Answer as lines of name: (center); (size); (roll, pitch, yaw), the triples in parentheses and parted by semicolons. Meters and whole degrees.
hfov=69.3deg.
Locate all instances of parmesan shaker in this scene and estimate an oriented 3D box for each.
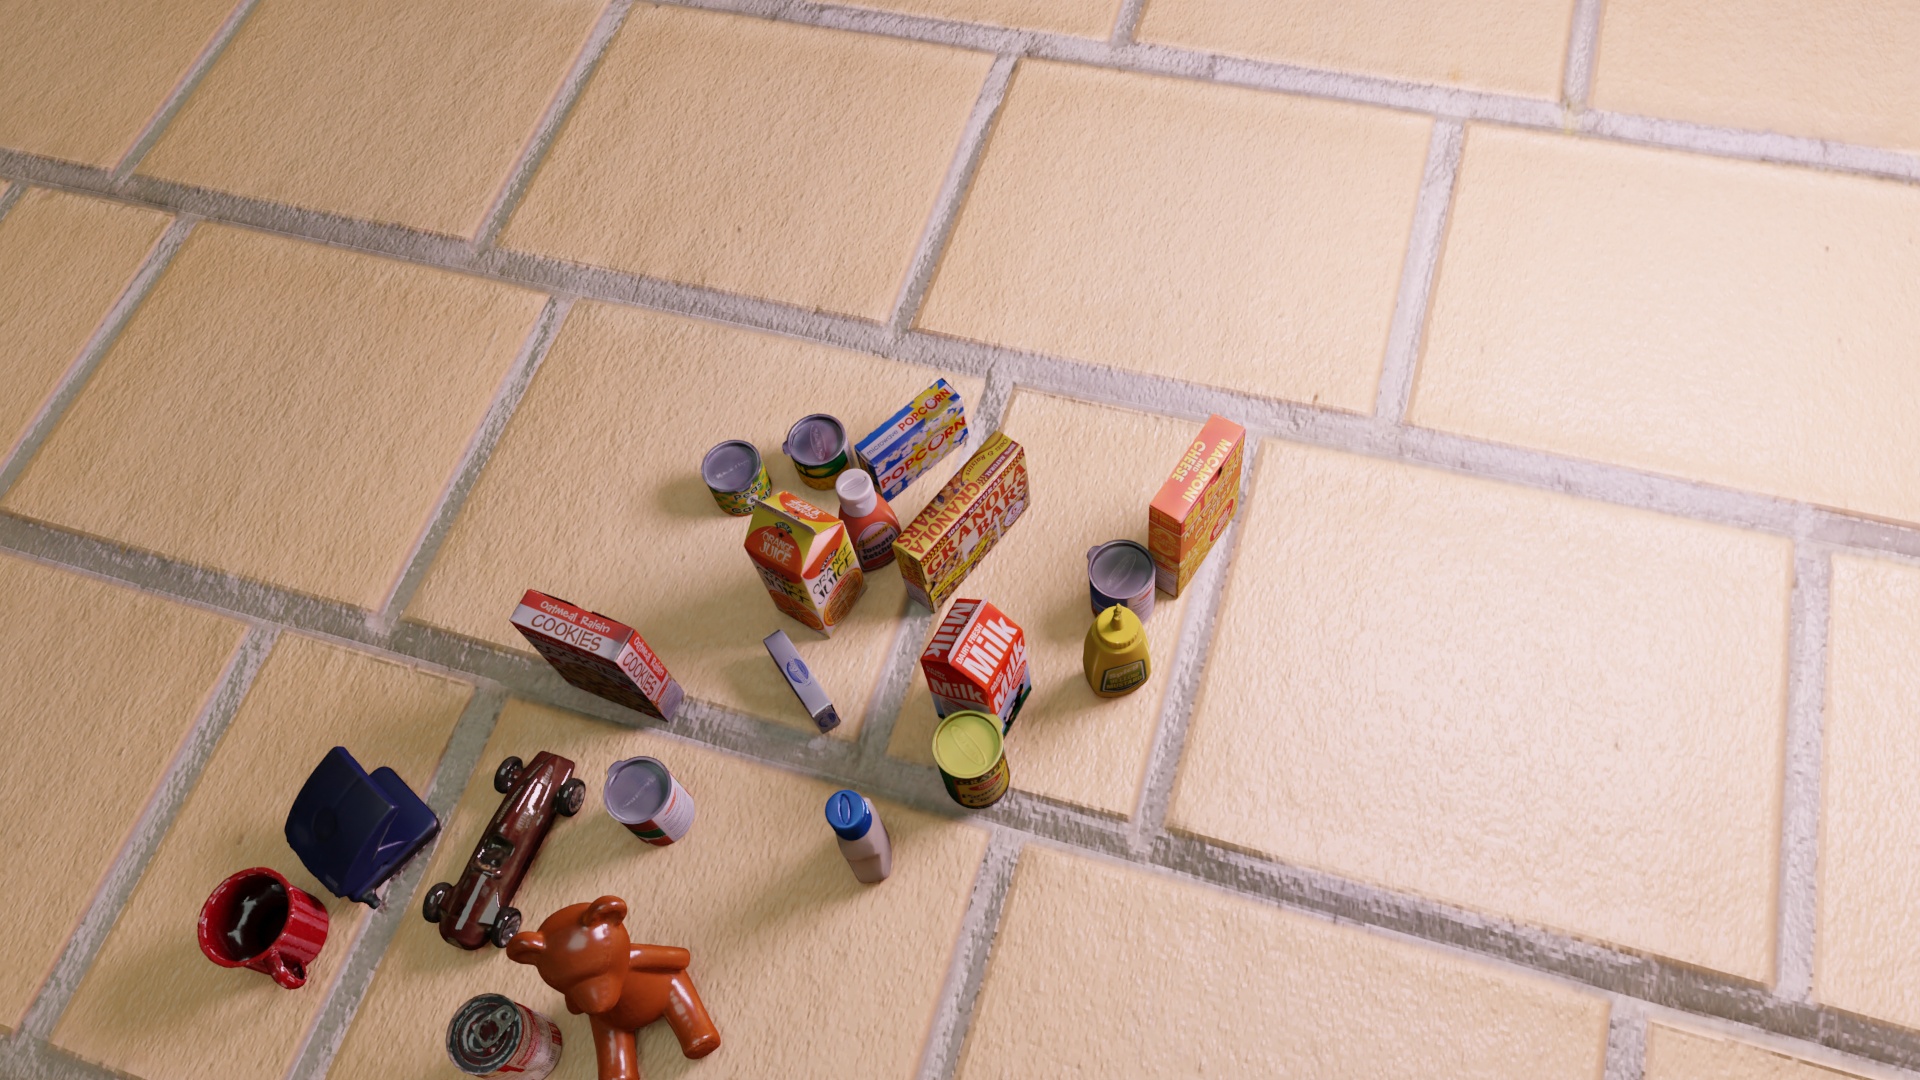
parmesan shaker: (0.014, 0.208, 1.319); (0.071, 0.102, 0.071); (-3, 62, 6)

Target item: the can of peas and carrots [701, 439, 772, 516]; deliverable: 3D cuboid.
can of peas and carrots: (-0.243, -0.066, 1.523); (0.071, 0.058, 0.071); (-3, 62, 5)

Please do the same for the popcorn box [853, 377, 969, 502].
popcorn box: (-0.052, -0.107, 1.507); (0.127, 0.085, 0.038); (-40, 65, -14)

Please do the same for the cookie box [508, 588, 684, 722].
cookie box: (-0.357, 0.116, 1.377); (0.123, 0.166, 0.040); (18, 66, 16)

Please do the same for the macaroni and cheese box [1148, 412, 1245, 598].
macaroni and cheese box: (0.235, -0.032, 1.386); (0.040, 0.165, 0.124); (29, 69, 20)

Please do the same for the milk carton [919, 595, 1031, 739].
milk carton: (0.015, 0.120, 1.317); (0.073, 0.189, 0.072); (24, 68, 18)

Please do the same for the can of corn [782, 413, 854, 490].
can of corn: (-0.156, -0.096, 1.529); (0.071, 0.058, 0.071); (-3, 62, 5)

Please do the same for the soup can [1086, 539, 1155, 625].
soup can: (0.161, 0.045, 1.400); (0.071, 0.083, 0.071); (-3, 62, 6)

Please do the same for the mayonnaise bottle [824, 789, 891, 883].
mayonnaise bottle: (-0.093, 0.268, 1.275); (0.041, 0.147, 0.065); (-11, 62, 1)

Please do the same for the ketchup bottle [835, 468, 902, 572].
ketchup bottle: (-0.098, -0.022, 1.431); (0.065, 0.148, 0.043); (-30, 63, -9)

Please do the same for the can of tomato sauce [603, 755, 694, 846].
can of tomato sauce: (-0.302, 0.253, 1.345); (0.071, 0.082, 0.071); (-3, 62, 6)

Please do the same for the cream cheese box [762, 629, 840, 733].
cream cheese box: (-0.160, 0.143, 1.404); (0.024, 0.053, 0.104); (-33, 63, -10)

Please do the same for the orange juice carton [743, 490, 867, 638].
orange juice carton: (-0.156, 0.018, 1.391); (0.072, 0.192, 0.073); (27, 69, 19)

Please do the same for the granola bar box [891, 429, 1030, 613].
granola bar box: (0.005, -0.018, 1.430); (0.039, 0.123, 0.166); (34, 71, 22)

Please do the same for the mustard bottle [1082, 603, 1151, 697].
mustard bottle: (0.149, 0.101, 1.328); (0.065, 0.159, 0.049); (-17, 62, -2)
